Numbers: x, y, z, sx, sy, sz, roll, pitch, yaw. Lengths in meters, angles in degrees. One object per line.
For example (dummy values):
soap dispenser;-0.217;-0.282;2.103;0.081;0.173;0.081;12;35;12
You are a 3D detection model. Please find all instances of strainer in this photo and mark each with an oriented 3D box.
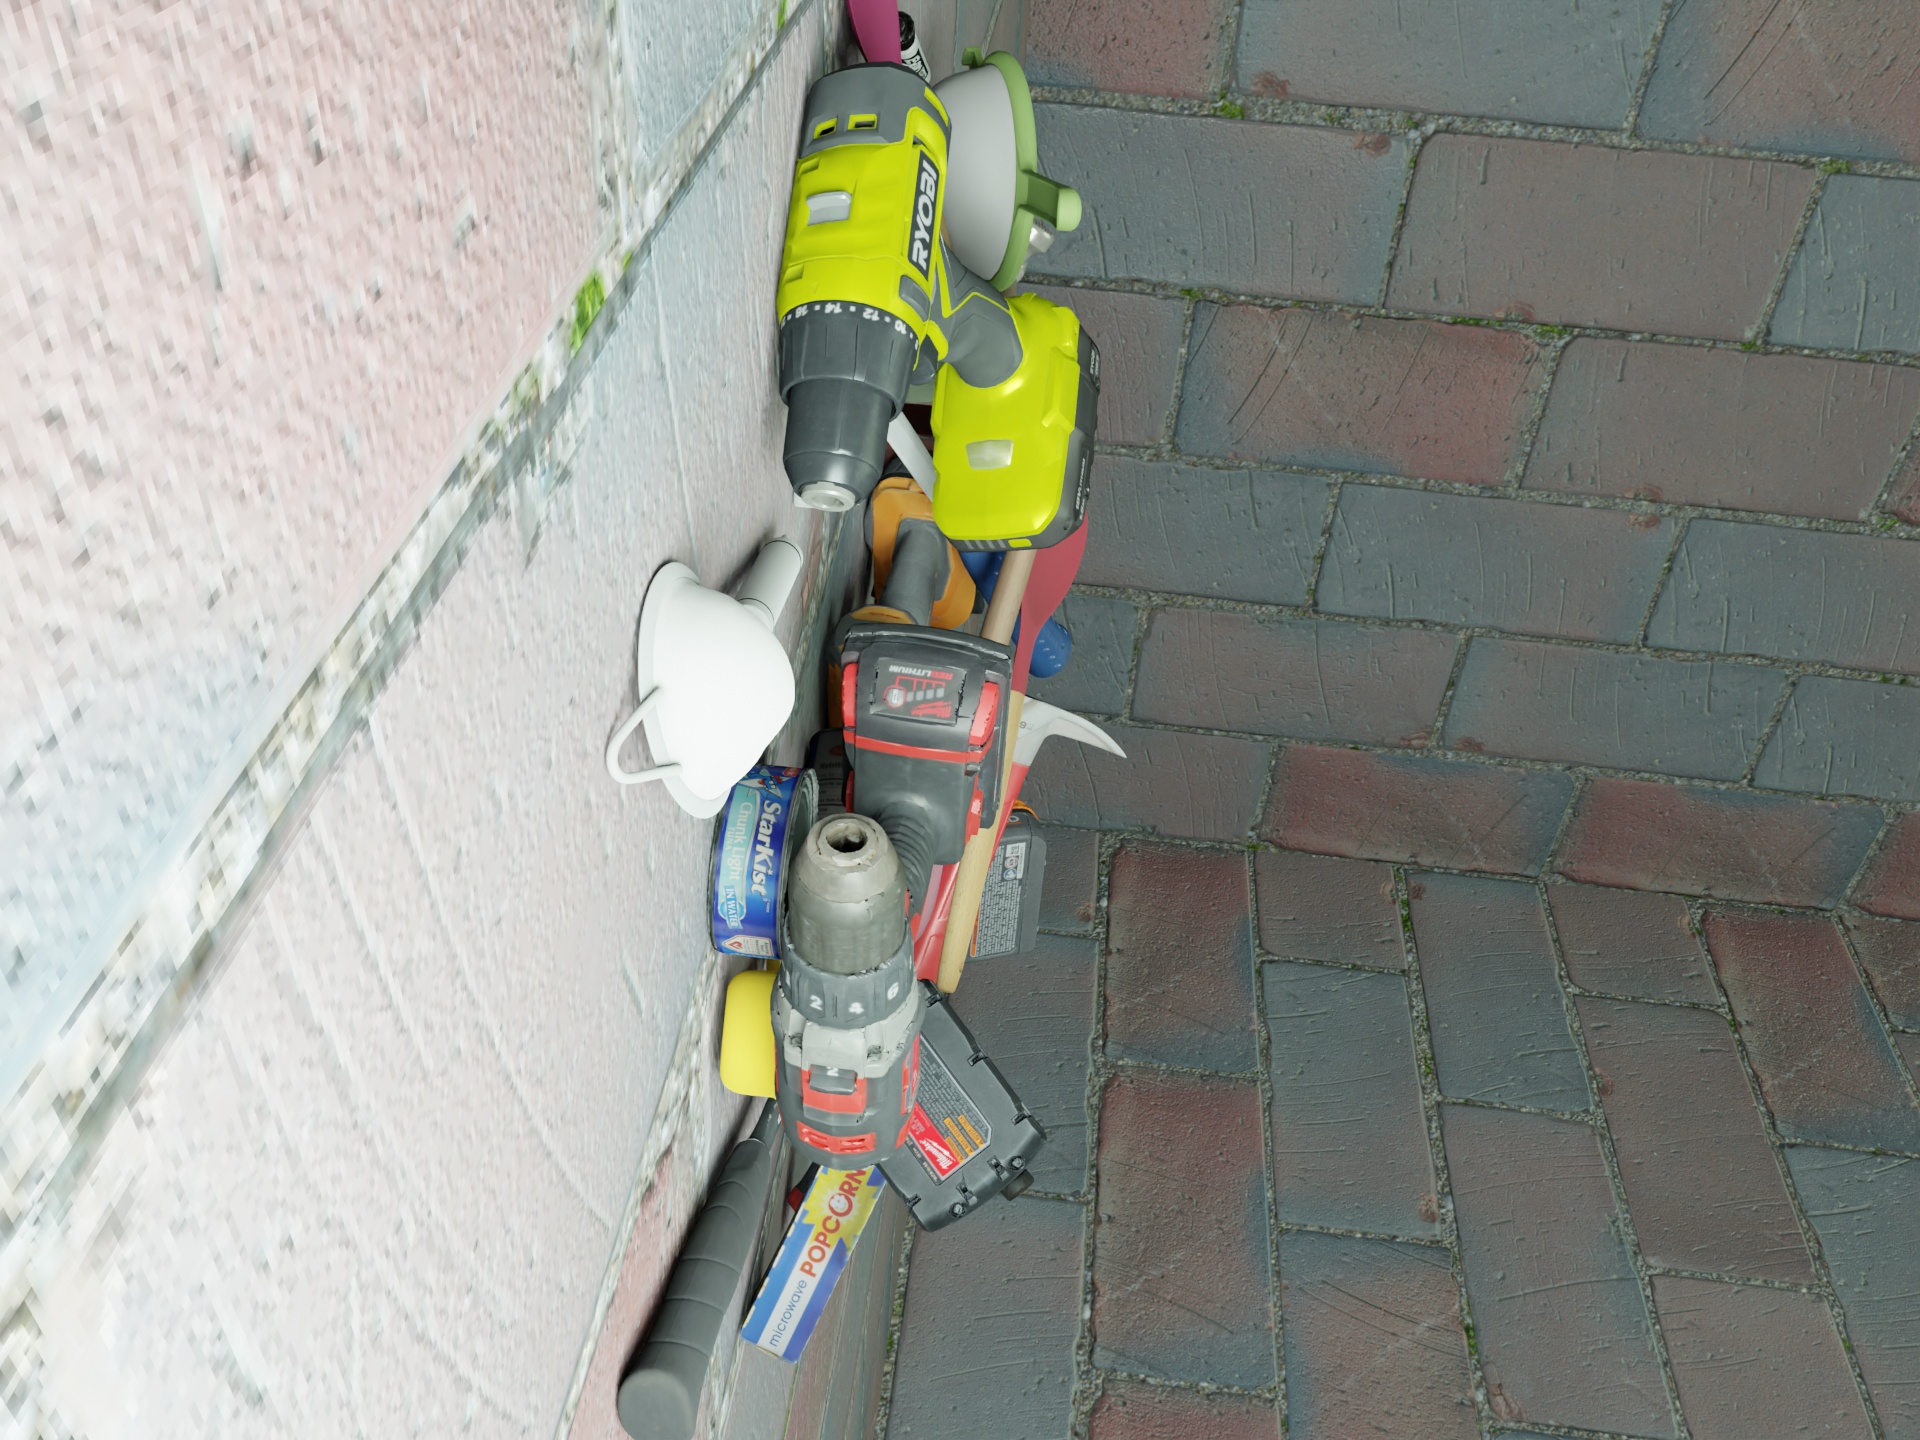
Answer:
strainer;-0.079;-0.035;0.597;0.259;0.050;0.086;-87;167;-69
strainer;0.009;-0.337;0.999;0.257;0.069;0.151;-119;-152;-61

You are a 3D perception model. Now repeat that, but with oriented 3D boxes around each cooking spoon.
cooking spoon;-0.032;-0.329;0.878;0.318;0.017;0.069;55;38;-77

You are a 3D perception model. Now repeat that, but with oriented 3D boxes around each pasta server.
pasta server;-0.001;-0.003;0.930;0.060;0.040;0.316;-135;-119;-68

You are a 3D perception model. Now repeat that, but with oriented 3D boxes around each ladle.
ladle;0.027;0.009;0.953;0.069;0.031;0.315;46;54;-58

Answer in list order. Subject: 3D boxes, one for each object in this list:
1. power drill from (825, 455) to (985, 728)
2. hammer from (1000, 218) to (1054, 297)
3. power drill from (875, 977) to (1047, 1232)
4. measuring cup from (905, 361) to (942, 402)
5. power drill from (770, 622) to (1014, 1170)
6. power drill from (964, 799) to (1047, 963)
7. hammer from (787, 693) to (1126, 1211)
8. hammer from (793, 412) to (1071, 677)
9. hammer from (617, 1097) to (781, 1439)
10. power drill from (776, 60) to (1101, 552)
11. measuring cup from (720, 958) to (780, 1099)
power drill;-0.038;-0.045;1.061;0.185;0.084;0.226;93;9;-46
hammer;0.019;-0.257;1.106;0.146;0.038;0.411;-51;-164;21
power drill;-0.009;0.217;0.902;0.143;0.078;0.219;52;-5;11
measuring cup;-0.039;-0.287;1.020;0.083;0.038;0.167;-78;157;-75
power drill;-0.032;0.054;0.684;0.227;0.080;0.187;-77;173;-45
power drill;-0.014;0.088;1.217;0.227;0.084;0.164;-126;-146;-54
hammer;-0.013;0.167;1.061;0.038;0.143;0.386;26;-85;50
hammer;-0.002;-0.112;0.940;0.405;0.035;0.144;48;48;-63
hammer;-0.098;0.208;0.785;0.409;0.036;0.149;-72;167;-76
power drill;-0.012;-0.162;0.746;0.228;0.080;0.191;31;62;-61
measuring cup;-0.101;0.134;0.769;0.156;0.029;0.062;-136;-128;-78
